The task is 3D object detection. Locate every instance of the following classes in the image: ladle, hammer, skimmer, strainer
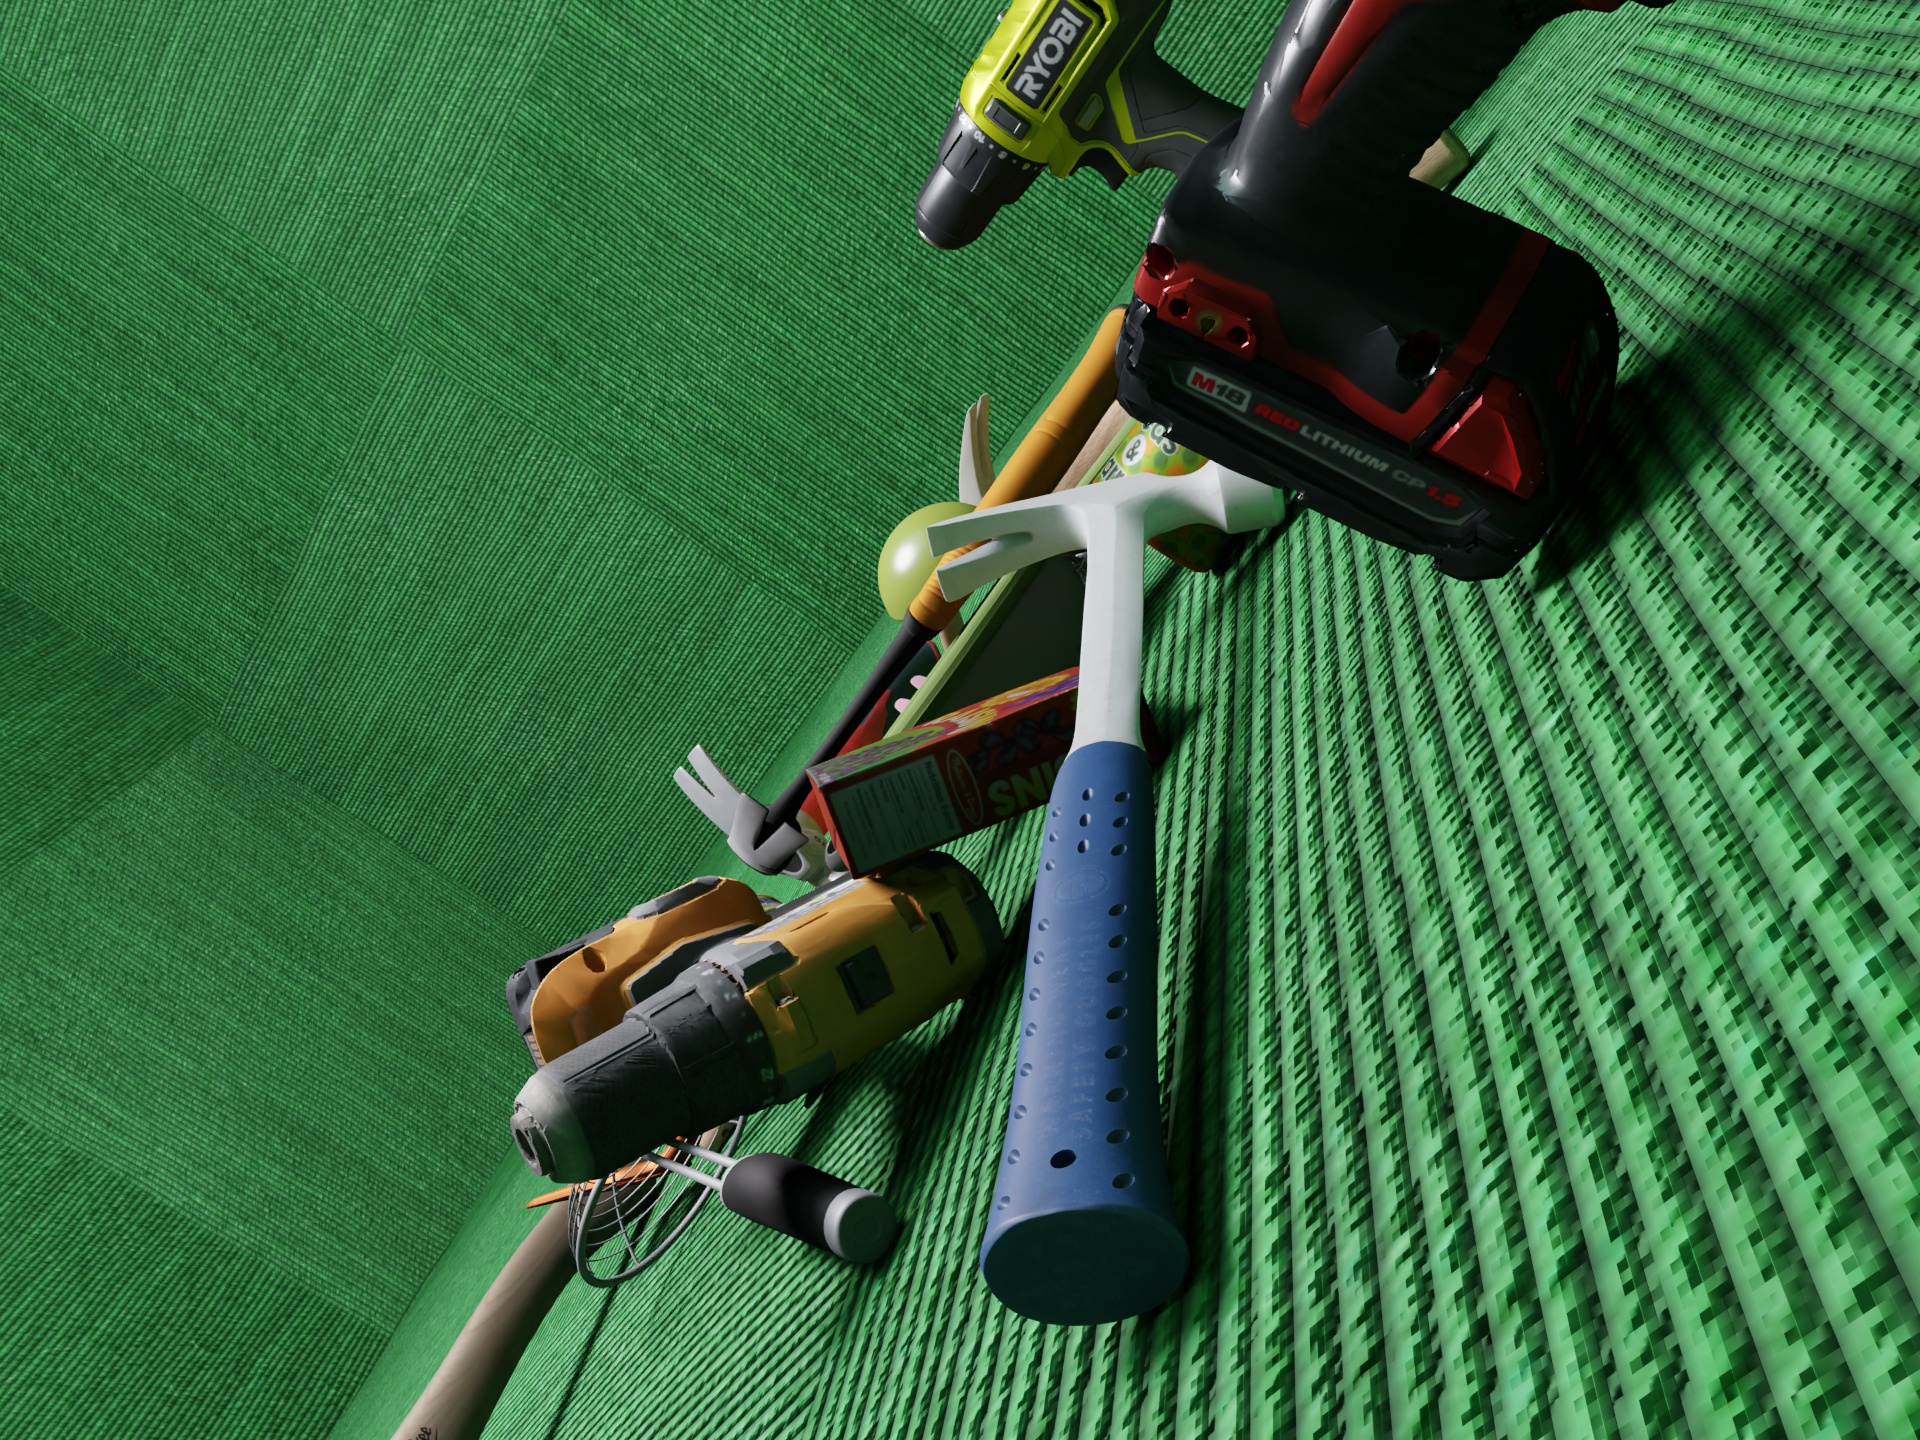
[{"bbox_3d":[0.001,-0.053,0.972,0.078,0.062,0.320,-40,-15,-6],"label":"ladle"},{"bbox_3d":[-0.002,-0.071,0.763,0.337,0.034,0.127,-55,2,-14],"label":"hammer"},{"bbox_3d":[-0.088,0.005,1.202,0.038,0.143,0.386,-48,5,25],"label":"hammer"},{"bbox_3d":[-0.256,0.328,0.838,0.038,0.146,0.411,-54,3,16],"label":"hammer"},{"bbox_3d":[0.122,-0.189,0.836,0.331,0.130,0.031,-40,9,34],"label":"hammer"},{"bbox_3d":[-0.088,0.204,0.671,0.127,0.090,0.363,-53,16,-23],"label":"skimmer"},{"bbox_3d":[0.055,-0.061,0.774,0.256,0.069,0.151,-52,3,12],"label":"strainer"},{"bbox_3d":[0.040,0.010,0.494,0.144,0.035,0.406,-10,28,13],"label":"hammer"}]

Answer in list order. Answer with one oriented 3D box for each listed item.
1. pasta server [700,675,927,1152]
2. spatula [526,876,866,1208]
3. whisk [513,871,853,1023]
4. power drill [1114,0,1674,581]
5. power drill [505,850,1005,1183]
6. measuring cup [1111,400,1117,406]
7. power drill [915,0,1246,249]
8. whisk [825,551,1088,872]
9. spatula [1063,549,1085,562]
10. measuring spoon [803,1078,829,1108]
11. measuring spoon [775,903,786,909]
[{"bbox_3d":[-0.071,0.110,0.947,0.040,0.060,0.316,17,72,46],"label":"pasta server"},{"bbox_3d":[-0.124,0.173,0.846,0.081,0.041,0.322,5,-50,-50],"label":"spatula"},{"bbox_3d":[-0.133,0.129,0.873,0.296,0.073,0.073,-24,21,26],"label":"whisk"},{"bbox_3d":[0.134,-0.133,0.318,0.080,0.188,0.226,-55,-13,-34],"label":"power drill"},{"bbox_3d":[-0.111,0.119,0.631,0.185,0.084,0.226,-25,4,-32],"label":"power drill"},{"bbox_3d":[0.109,-0.161,1.005,0.095,0.052,0.173,-52,-20,-23],"label":"measuring cup"},{"bbox_3d":[0.100,-0.285,0.850,0.190,0.228,0.080,-50,9,36],"label":"power drill"},{"bbox_3d":[0.000,-0.002,0.899,0.239,0.055,0.055,-50,8,13],"label":"whisk"},{"bbox_3d":[0.079,-0.123,1.090,0.316,0.018,0.059,-59,-5,-28],"label":"spatula"},{"bbox_3d":[-0.061,0.142,0.785,0.042,0.021,0.129,-51,7,31],"label":"measuring spoon"},{"bbox_3d":[-0.087,0.124,0.895,0.034,0.018,0.124,-59,29,-4],"label":"measuring spoon"}]
